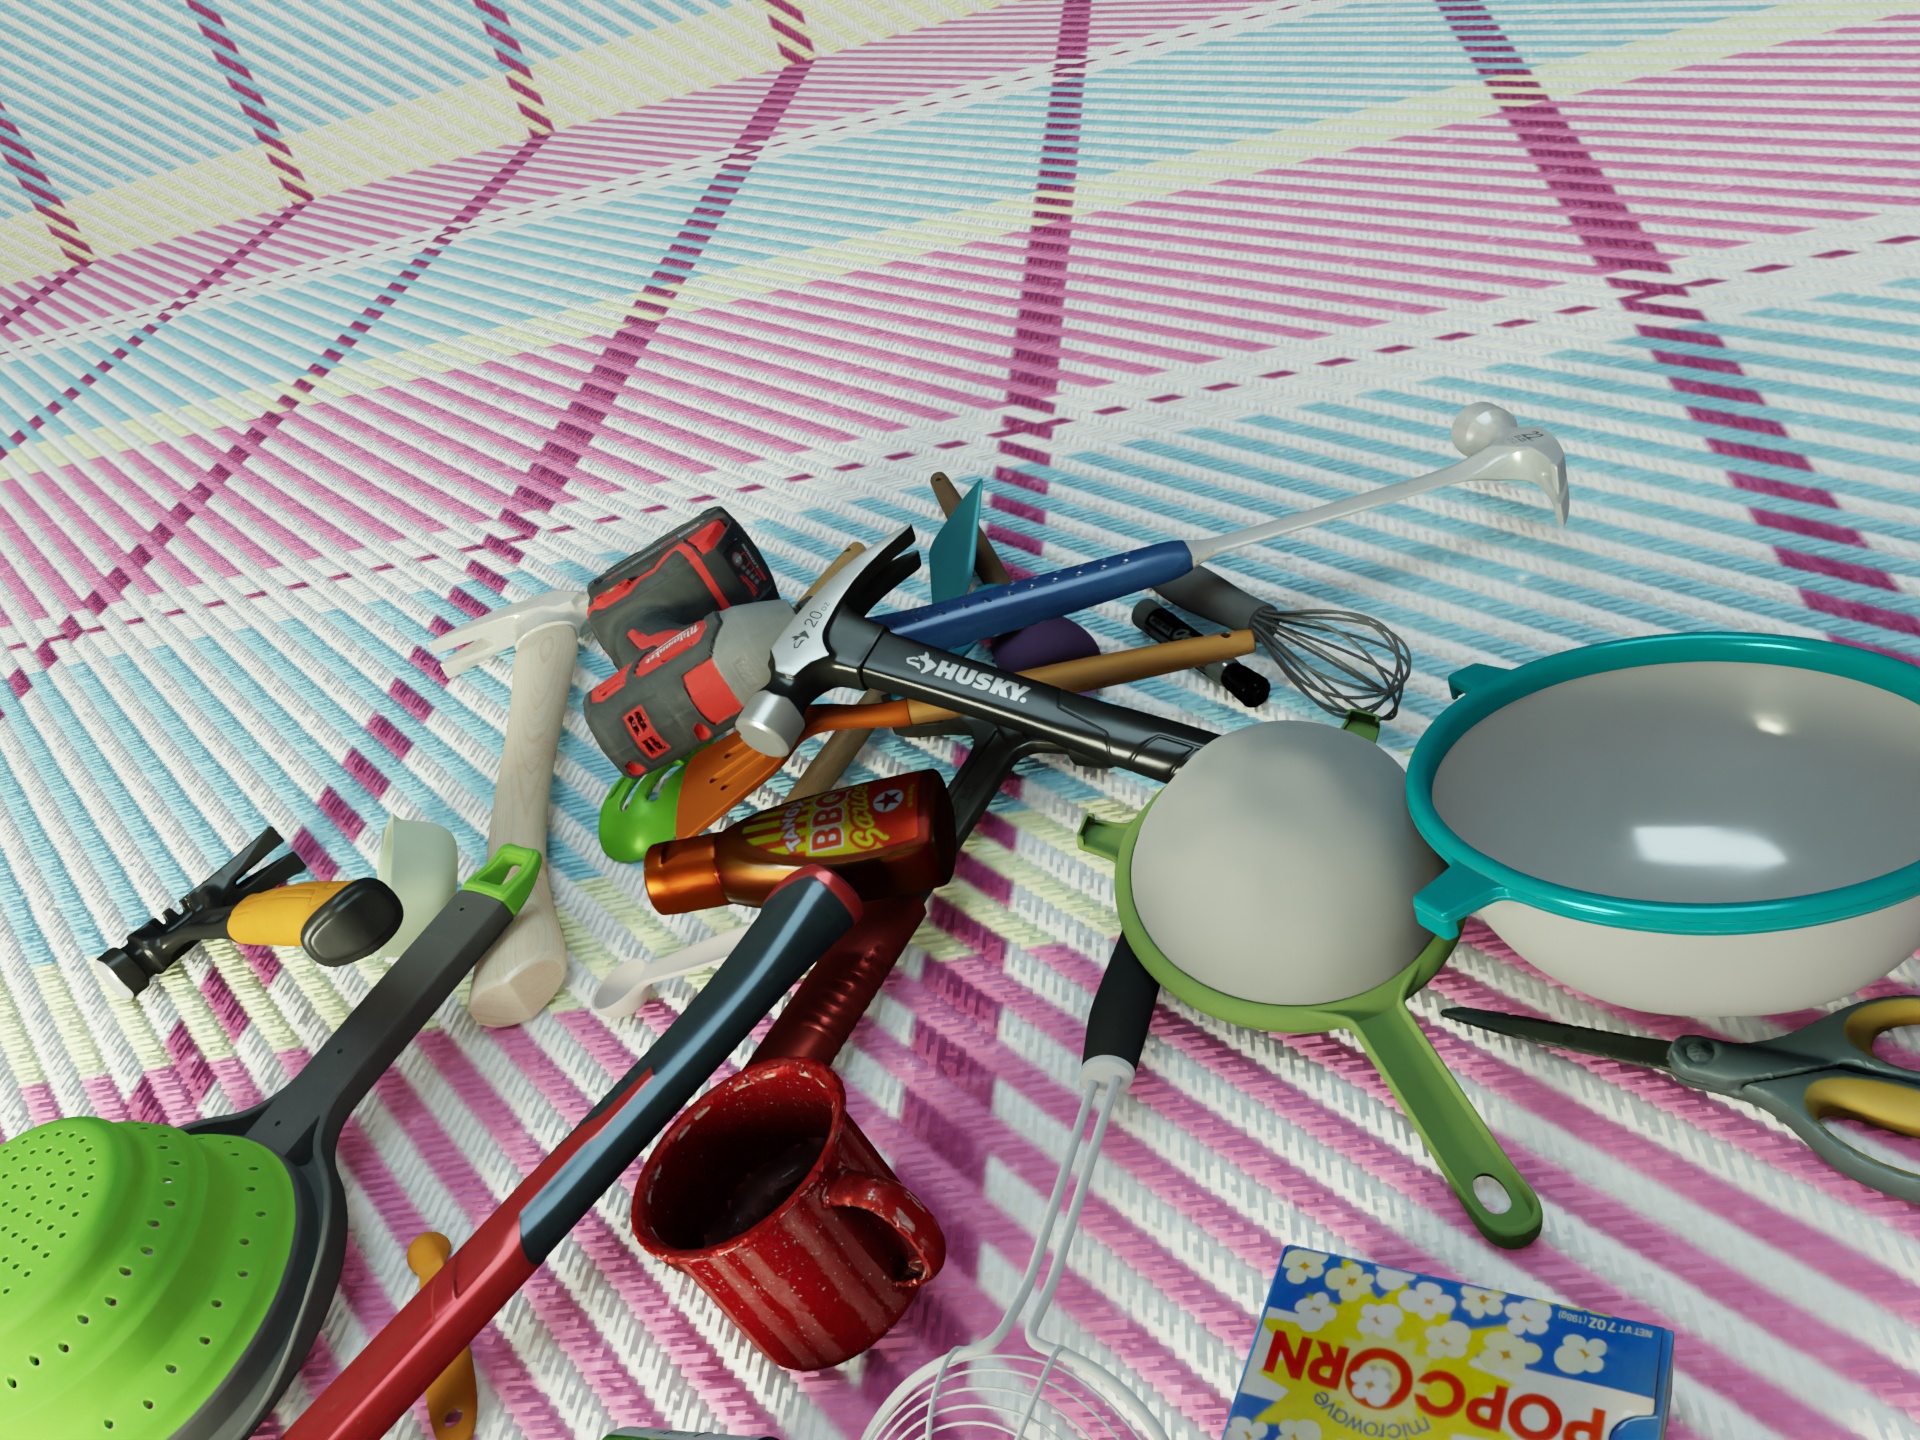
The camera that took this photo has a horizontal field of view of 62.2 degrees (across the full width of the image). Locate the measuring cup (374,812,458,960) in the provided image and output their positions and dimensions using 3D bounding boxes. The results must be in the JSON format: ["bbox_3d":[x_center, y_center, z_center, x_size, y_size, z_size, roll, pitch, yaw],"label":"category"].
[{"bbox_3d":[-0.316,0.086,0.918,0.038,0.083,0.168,6,6,-22],"label":"measuring cup"}]

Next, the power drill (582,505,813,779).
[{"bbox_3d":[-0.155,-0.052,0.956,0.143,0.078,0.220,-31,24,-1],"label":"power drill"}]

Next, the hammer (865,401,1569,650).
[{"bbox_3d":[0.138,-0.095,0.890,0.405,0.035,0.144,-16,24,1],"label":"hammer"}]

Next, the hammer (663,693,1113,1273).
[{"bbox_3d":[-0.051,0.104,0.772,0.149,0.036,0.359,4,40,31],"label":"hammer"}]

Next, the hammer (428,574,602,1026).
[{"bbox_3d":[-0.275,0.036,0.976,0.146,0.038,0.411,-19,34,2],"label":"hammer"}]

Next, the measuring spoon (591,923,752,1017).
[{"bbox_3d":[-0.129,0.122,0.778,0.124,0.018,0.034,-22,29,25],"label":"measuring spoon"}]

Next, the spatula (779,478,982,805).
[{"bbox_3d":[-0.056,-0.021,0.940,0.318,0.044,0.082,-56,6,-37],"label":"spatula"}]

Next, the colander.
[{"bbox_3d":[-0.337,0.181,0.718,0.204,0.094,0.397,7,48,35],"label":"colander"}]

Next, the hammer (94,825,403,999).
[{"bbox_3d":[-0.359,0.099,0.832,0.337,0.034,0.127,-10,29,51],"label":"hammer"}]

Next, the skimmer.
[{"bbox_3d":[0.051,0.197,0.601,0.127,0.090,0.363,-12,24,24],"label":"skimmer"}]

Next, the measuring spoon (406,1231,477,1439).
[{"bbox_3d":[-0.218,0.255,0.664,0.021,0.011,0.117,-26,35,-10],"label":"measuring spoon"}]

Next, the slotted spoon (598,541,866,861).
[{"bbox_3d":[-0.133,-0.026,1.003,0.070,0.031,0.314,-1,37,31],"label":"slotted spoon"}]

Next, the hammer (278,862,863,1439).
[{"bbox_3d":[-0.164,0.205,0.631,0.143,0.038,0.386,8,48,50],"label":"hammer"}]

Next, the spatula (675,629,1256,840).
[{"bbox_3d":[-0.001,-0.003,0.852,0.322,0.041,0.081,-12,33,3],"label":"spatula"}]

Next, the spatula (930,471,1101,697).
[{"bbox_3d":[0.024,-0.092,1.025,0.060,0.018,0.316,-22,35,-3],"label":"spatula"}]

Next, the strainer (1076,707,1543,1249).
[{"bbox_3d":[0.154,0.085,0.632,0.151,0.069,0.257,-21,46,-6],"label":"strainer"}]

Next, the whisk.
[{"bbox_3d":[0.165,-0.056,0.881,0.055,0.055,0.239,-29,31,-14],"label":"whisk"}]

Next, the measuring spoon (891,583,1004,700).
[{"bbox_3d":[-0.004,-0.050,0.931,0.042,0.021,0.129,6,33,34],"label":"measuring spoon"}]

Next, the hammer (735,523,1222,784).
[{"bbox_3d":[0.063,-0.003,0.792,0.335,0.035,0.146,18,60,21],"label":"hammer"}]

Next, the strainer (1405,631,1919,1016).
[{"bbox_3d":[0.347,0.049,0.598,0.340,0.095,0.211,-2,28,22],"label":"strainer"}]
